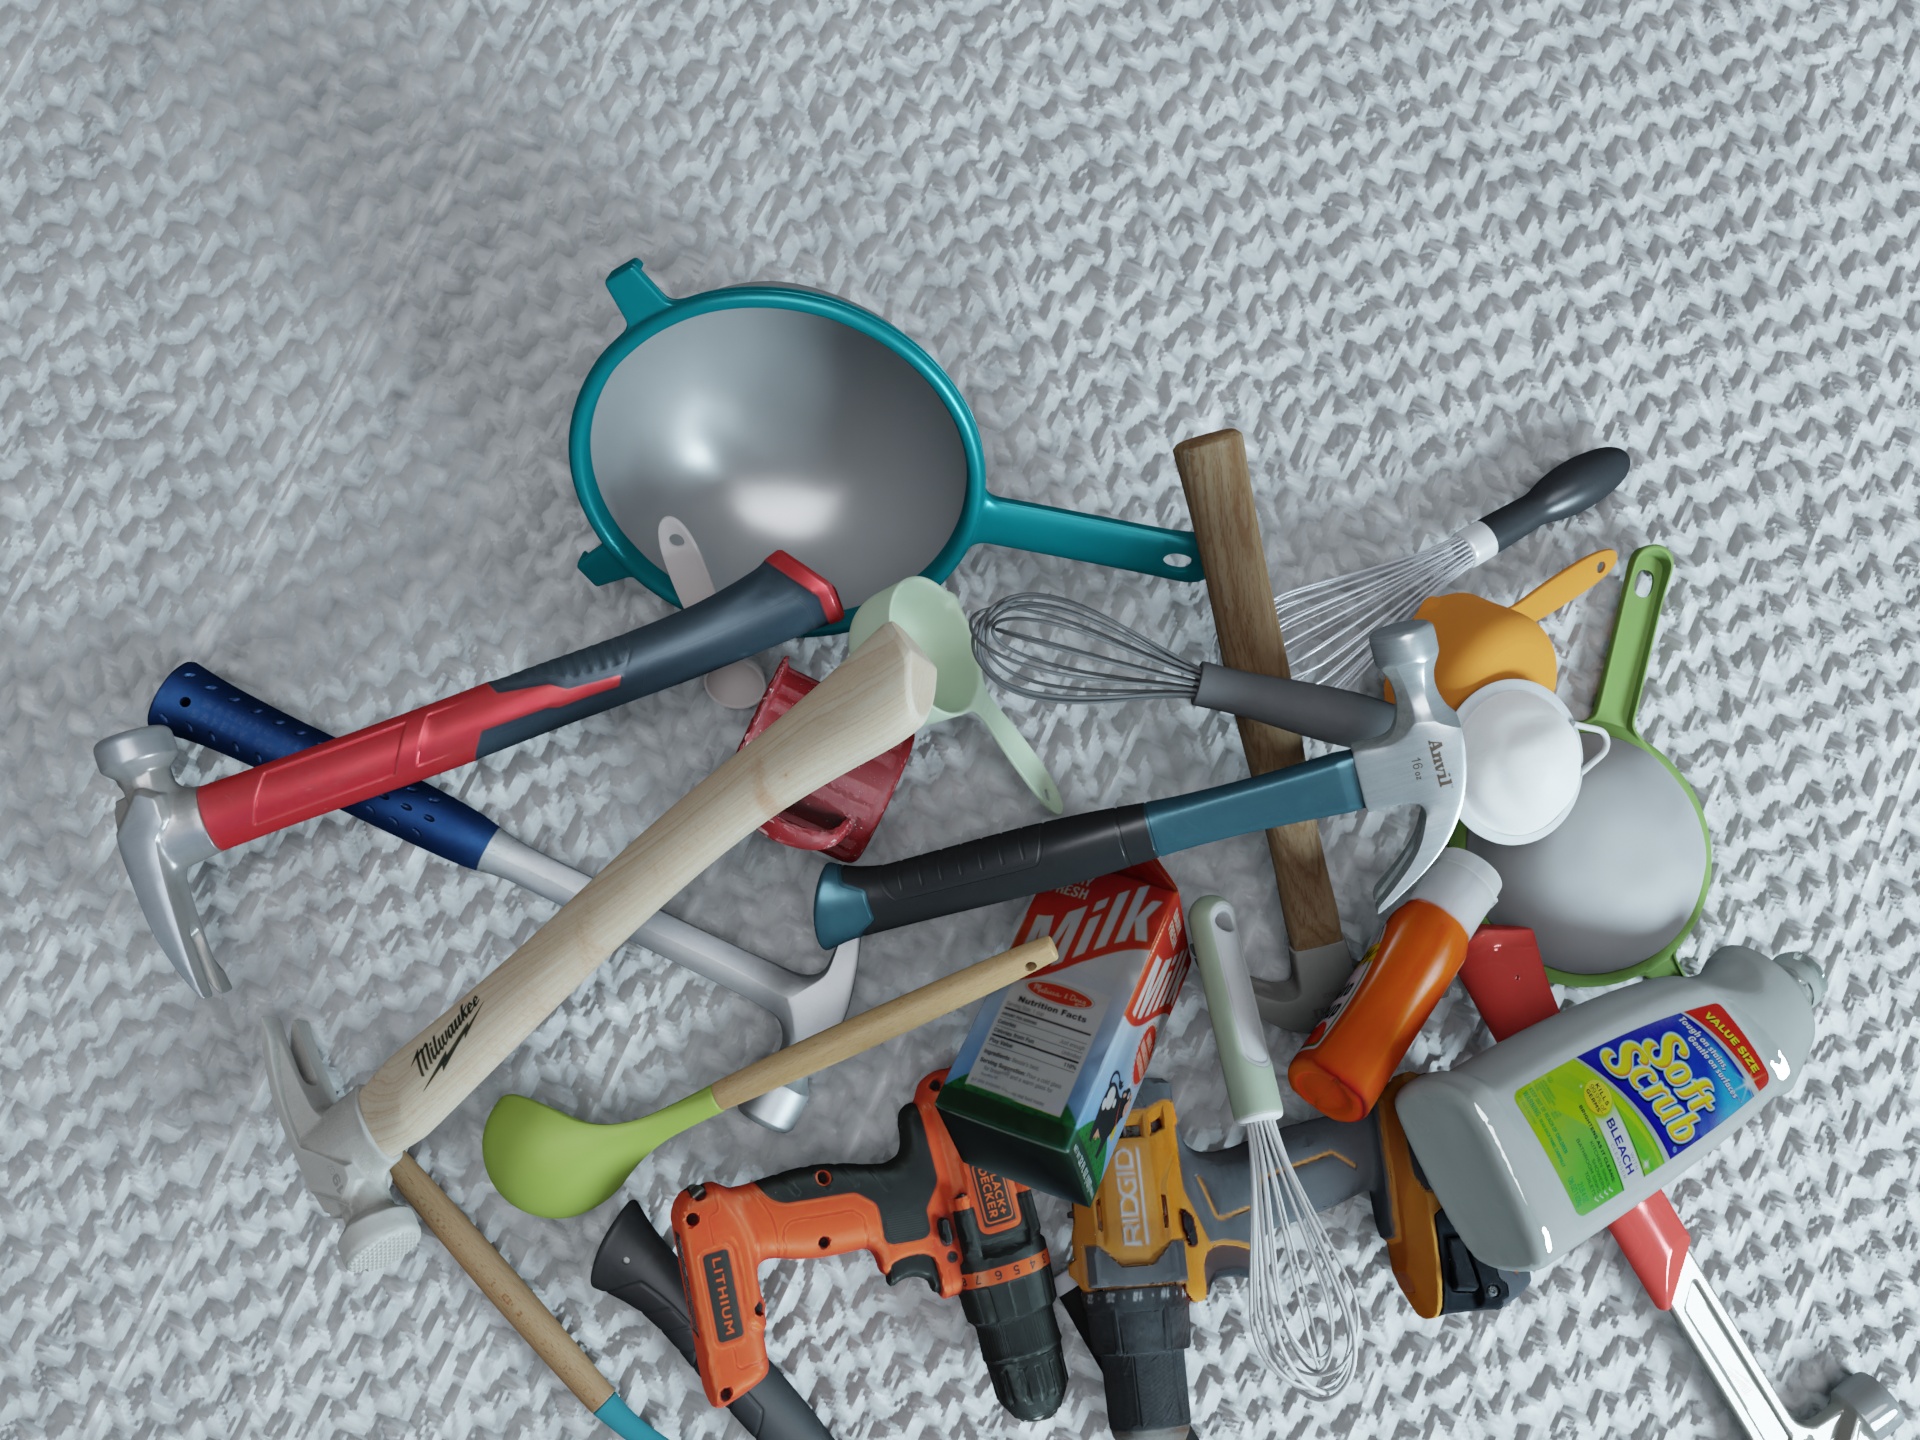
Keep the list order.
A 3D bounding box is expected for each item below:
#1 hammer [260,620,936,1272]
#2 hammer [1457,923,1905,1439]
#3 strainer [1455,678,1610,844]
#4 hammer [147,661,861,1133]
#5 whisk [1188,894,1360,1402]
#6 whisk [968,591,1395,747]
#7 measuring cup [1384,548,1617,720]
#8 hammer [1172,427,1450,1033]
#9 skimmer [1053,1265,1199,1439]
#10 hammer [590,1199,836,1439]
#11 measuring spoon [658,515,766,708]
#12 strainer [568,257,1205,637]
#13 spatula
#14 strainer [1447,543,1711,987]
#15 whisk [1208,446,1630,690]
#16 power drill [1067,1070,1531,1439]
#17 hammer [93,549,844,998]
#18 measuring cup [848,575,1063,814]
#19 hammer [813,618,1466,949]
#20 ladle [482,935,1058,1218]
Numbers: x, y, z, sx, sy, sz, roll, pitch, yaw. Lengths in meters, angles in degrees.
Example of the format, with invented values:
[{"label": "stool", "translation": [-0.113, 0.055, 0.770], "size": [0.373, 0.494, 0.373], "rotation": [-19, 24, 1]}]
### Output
[{"label": "hammer", "translation": [-0.181, 0.090, 0.786], "size": [0.410, 0.038, 0.146], "rotation": [-41, 63, 8]}, {"label": "hammer", "translation": [0.354, 0.268, 0.849], "size": [0.149, 0.037, 0.359], "rotation": [-32, 92, -6]}, {"label": "strainer", "translation": [0.225, 0.033, 0.810], "size": [0.258, 0.050, 0.087], "rotation": [-10, 93, -8]}, {"label": "hammer", "translation": [-0.242, 0.069, 0.859], "size": [0.405, 0.035, 0.144], "rotation": [26, 84, 0]}, {"label": "whisk", "translation": [0.149, 0.204, 0.783], "size": [0.057, 0.059, 0.247], "rotation": [5, 63, -33]}, {"label": "whisk", "translation": [0.119, -0.018, 0.788], "size": [0.239, 0.055, 0.055], "rotation": [13, 83, -1]}, {"label": "measuring cup", "translation": [0.315, -0.043, 0.873], "size": [0.173, 0.052, 0.095], "rotation": [-32, 122, -14]}, {"label": "hammer", "translation": [0.162, 0.013, 0.835], "size": [0.130, 0.031, 0.331], "rotation": [-15, 104, 2]}, {"label": "skimmer", "translation": [0.159, 0.447, 0.840], "size": [0.127, 0.090, 0.363], "rotation": [-35, 76, 3]}, {"label": "hammer", "translation": [-0.070, 0.385, 0.833], "size": [0.146, 0.035, 0.335], "rotation": [-42, 87, -6]}, {"label": "measuring spoon", "translation": [-0.135, -0.059, 0.855], "size": [0.034, 0.018, 0.124], "rotation": [-10, 125, 11]}, {"label": "strainer", "translation": [-0.029, -0.140, 0.845], "size": [0.340, 0.210, 0.095], "rotation": [10, 43, -9]}, {"label": "spatula", "translation": [-0.209, 0.341, 0.825], "size": [0.317, 0.044, 0.082], "rotation": [47, 126, 6]}, {"label": "strainer", "translation": [0.365, 0.021, 0.875], "size": [0.151, 0.069, 0.256], "rotation": [16, 85, -1]}, {"label": "whisk", "translation": [0.261, -0.084, 0.891], "size": [0.284, 0.070, 0.070], "rotation": [-30, 86, -11]}, {"label": "power drill", "translation": [0.168, 0.274, 0.821], "size": [0.226, 0.084, 0.185], "rotation": [-4, 70, -1]}, {"label": "hammer", "translation": [-0.240, 0.014, 0.820], "size": [0.386, 0.038, 0.143], "rotation": [-20, 90, 0]}, {"label": "measuring cup", "translation": [-0.001, -0.003, 0.850], "size": [0.038, 0.083, 0.167], "rotation": [-18, 125, 32]}, {"label": "hammer", "translation": [0.080, 0.055, 0.777], "size": [0.331, 0.033, 0.128], "rotation": [-15, 99, 14]}, {"label": "ladle", "translation": [-0.099, 0.172, 0.806], "size": [0.320, 0.062, 0.078], "rotation": [-25, 121, 7]}]
